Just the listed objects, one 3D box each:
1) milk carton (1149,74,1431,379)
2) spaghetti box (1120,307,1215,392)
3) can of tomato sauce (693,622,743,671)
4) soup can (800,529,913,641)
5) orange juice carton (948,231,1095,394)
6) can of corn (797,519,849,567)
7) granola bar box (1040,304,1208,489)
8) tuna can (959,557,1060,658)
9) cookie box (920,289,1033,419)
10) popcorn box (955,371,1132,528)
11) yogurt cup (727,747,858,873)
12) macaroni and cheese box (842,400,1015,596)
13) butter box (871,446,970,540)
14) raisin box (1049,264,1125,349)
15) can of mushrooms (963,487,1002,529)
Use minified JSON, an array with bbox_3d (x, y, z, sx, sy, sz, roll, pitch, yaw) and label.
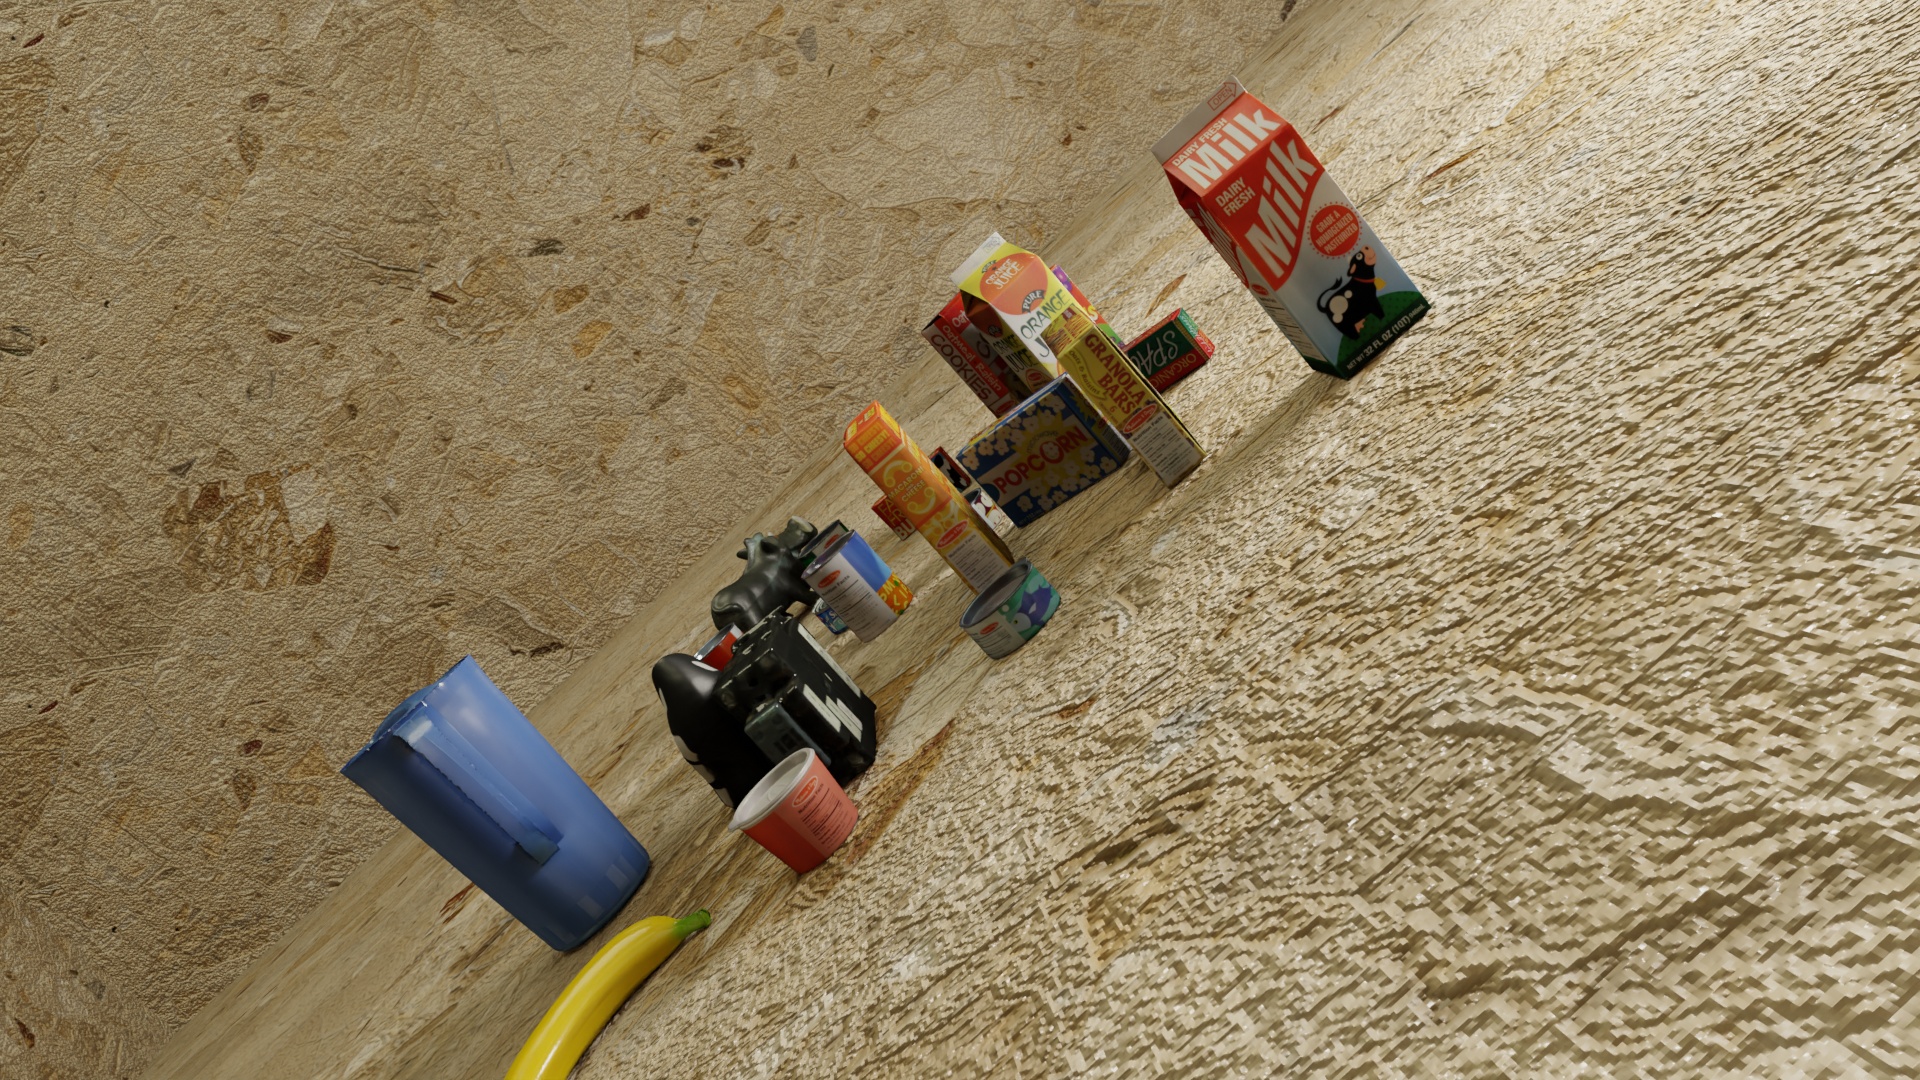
[{"bbox_3d":[0.206,-0.199,0.888,0.072,0.190,0.073,-41,11,5],"label":"milk carton"},{"bbox_3d":[0.121,-0.126,1.260,0.249,0.050,0.029,-33,14,39],"label":"spaghetti box"},{"bbox_3d":[-0.220,0.134,1.359,0.071,0.083,0.071,-40,11,10],"label":"can of tomato sauce"},{"bbox_3d":[-0.094,0.041,1.280,0.071,0.083,0.071,-40,11,10],"label":"soup can"},{"bbox_3d":[0.075,-0.207,1.357,0.072,0.192,0.073,-45,11,-15],"label":"orange juice carton"},{"bbox_3d":[-0.145,0.019,1.601,0.071,0.058,0.071,-40,11,10],"label":"can of corn"},{"bbox_3d":[0.117,-0.111,1.029,0.039,0.124,0.166,-41,11,9],"label":"granola bar box"},{"bbox_3d":[0.035,0.046,0.953,0.071,0.033,0.071,-40,11,10],"label":"tuna can"},{"bbox_3d":[0.050,-0.195,1.461,0.040,0.167,0.123,-32,15,43],"label":"cookie box"},{"bbox_3d":[0.070,-0.075,1.154,0.126,0.085,0.038,-32,15,41],"label":"popcorn box"},{"bbox_3d":[-0.102,0.174,0.886,0.072,0.054,0.072,-40,11,10],"label":"yogurt cup"},{"bbox_3d":[-0.025,-0.032,1.108,0.040,0.166,0.124,-42,11,4],"label":"macaroni and cheese box"},{"bbox_3d":[-0.044,-0.051,1.533,0.103,0.053,0.024,-40,11,13],"label":"butter box"},{"bbox_3d":[0.107,-0.213,1.447,0.086,0.123,0.040,-47,12,-25],"label":"raisin box"},{"bbox_3d":[0.005,-0.016,1.288,0.071,0.033,0.071,-40,11,10],"label":"can of mushrooms"}]
